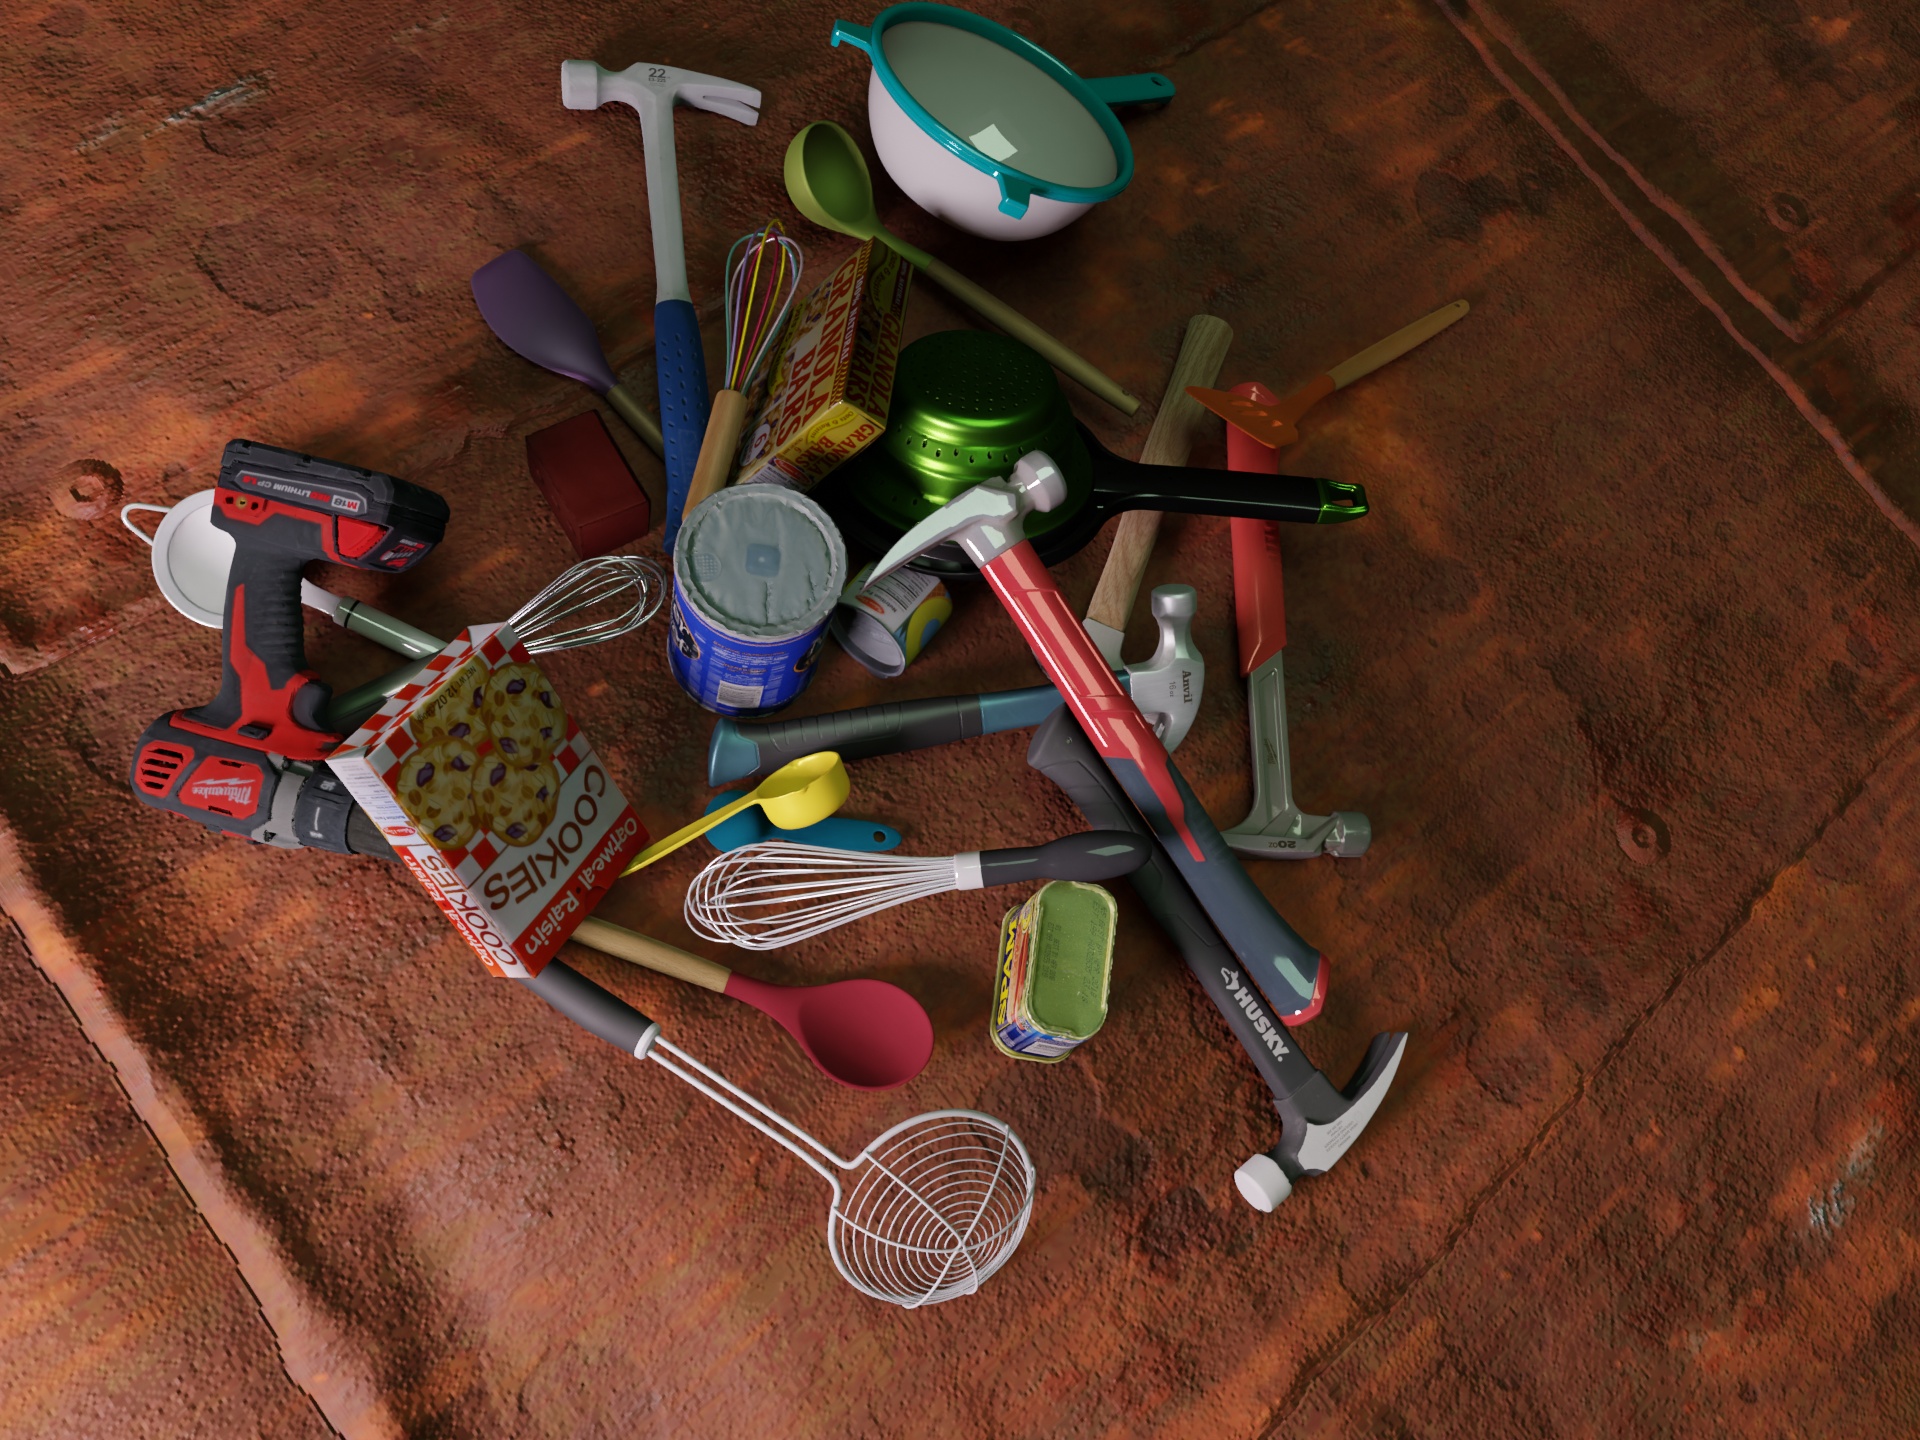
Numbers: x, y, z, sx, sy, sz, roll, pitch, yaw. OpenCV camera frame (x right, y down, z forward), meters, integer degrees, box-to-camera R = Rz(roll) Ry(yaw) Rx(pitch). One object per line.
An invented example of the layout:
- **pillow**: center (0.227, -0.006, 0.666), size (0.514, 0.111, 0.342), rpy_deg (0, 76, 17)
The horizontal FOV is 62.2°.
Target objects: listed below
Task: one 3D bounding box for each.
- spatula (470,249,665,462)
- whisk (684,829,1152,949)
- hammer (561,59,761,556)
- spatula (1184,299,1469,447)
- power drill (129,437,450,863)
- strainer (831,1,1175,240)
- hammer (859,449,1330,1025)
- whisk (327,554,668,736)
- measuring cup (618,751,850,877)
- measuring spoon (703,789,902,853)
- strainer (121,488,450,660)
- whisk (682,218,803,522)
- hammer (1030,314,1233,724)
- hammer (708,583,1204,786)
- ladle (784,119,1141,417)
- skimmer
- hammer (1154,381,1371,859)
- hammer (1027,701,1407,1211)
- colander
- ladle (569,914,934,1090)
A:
- **spatula**: center (-0.224, -0.208, 1.096), size (0.316, 0.018, 0.060), rpy_deg (45, 68, 7)
- **whisk**: center (-0.027, 0.093, 0.957), size (0.284, 0.070, 0.070), rpy_deg (-8, 71, 3)
- **hammer**: center (-0.195, -0.299, 1.113), size (0.144, 0.035, 0.406), rpy_deg (-3, 67, -15)
- **spatula**: center (0.292, -0.267, 1.191), size (0.322, 0.041, 0.081), rpy_deg (-32, 60, -32)
- **power drill**: center (-0.366, -0.033, 0.926), size (0.188, 0.080, 0.227), rpy_deg (14, 90, 6)
- **strainer**: center (0.051, -0.437, 1.198), size (0.211, 0.095, 0.340), rpy_deg (47, 42, 11)
- **hammer**: center (0.096, 0.030, 0.980), size (0.143, 0.038, 0.386), rpy_deg (-34, 91, -12)
- **whisk**: center (-0.293, -0.040, 0.976), size (0.246, 0.057, 0.059), rpy_deg (-24, 58, 0)
- **measuring cup**: center (-0.139, 0.068, 0.981), size (0.156, 0.062, 0.029), rpy_deg (-28, 108, -2)
- **measuring spoon**: center (-0.100, 0.067, 1.018), size (0.128, 0.021, 0.042), rpy_deg (6, 69, -8)
- **strainer**: center (-0.393, -0.071, 0.997), size (0.258, 0.050, 0.087), rpy_deg (26, 89, -8)
- **whisk**: center (-0.148, -0.233, 1.053), size (0.051, 0.047, 0.245), rpy_deg (19, 65, -18)
- **hammer**: center (0.135, -0.162, 1.151), size (0.130, 0.031, 0.331), rpy_deg (23, 67, -4)
- **hammer**: center (-0.002, -0.003, 1.038), size (0.331, 0.033, 0.128), rpy_deg (-9, 109, -8)
- **ladle**: center (0.004, -0.325, 1.157), size (0.320, 0.062, 0.078), rpy_deg (36, 45, 6)
- **skimmer**: center (-0.126, 0.220, 0.948), size (0.363, 0.090, 0.127), rpy_deg (30, 95, 12)
- **hammer**: center (0.205, -0.078, 1.133), size (0.149, 0.036, 0.359), rpy_deg (4, 70, -11)
- **hammer**: center (0.152, 0.132, 1.017), size (0.146, 0.035, 0.335), rpy_deg (-34, 90, -21)
- **colander**: center (0.087, -0.189, 1.066), size (0.397, 0.094, 0.205), rpy_deg (4, 47, -4)
- **ladle**: center (-0.167, 0.152, 0.971), size (0.315, 0.031, 0.069), rpy_deg (21, 63, -2)
